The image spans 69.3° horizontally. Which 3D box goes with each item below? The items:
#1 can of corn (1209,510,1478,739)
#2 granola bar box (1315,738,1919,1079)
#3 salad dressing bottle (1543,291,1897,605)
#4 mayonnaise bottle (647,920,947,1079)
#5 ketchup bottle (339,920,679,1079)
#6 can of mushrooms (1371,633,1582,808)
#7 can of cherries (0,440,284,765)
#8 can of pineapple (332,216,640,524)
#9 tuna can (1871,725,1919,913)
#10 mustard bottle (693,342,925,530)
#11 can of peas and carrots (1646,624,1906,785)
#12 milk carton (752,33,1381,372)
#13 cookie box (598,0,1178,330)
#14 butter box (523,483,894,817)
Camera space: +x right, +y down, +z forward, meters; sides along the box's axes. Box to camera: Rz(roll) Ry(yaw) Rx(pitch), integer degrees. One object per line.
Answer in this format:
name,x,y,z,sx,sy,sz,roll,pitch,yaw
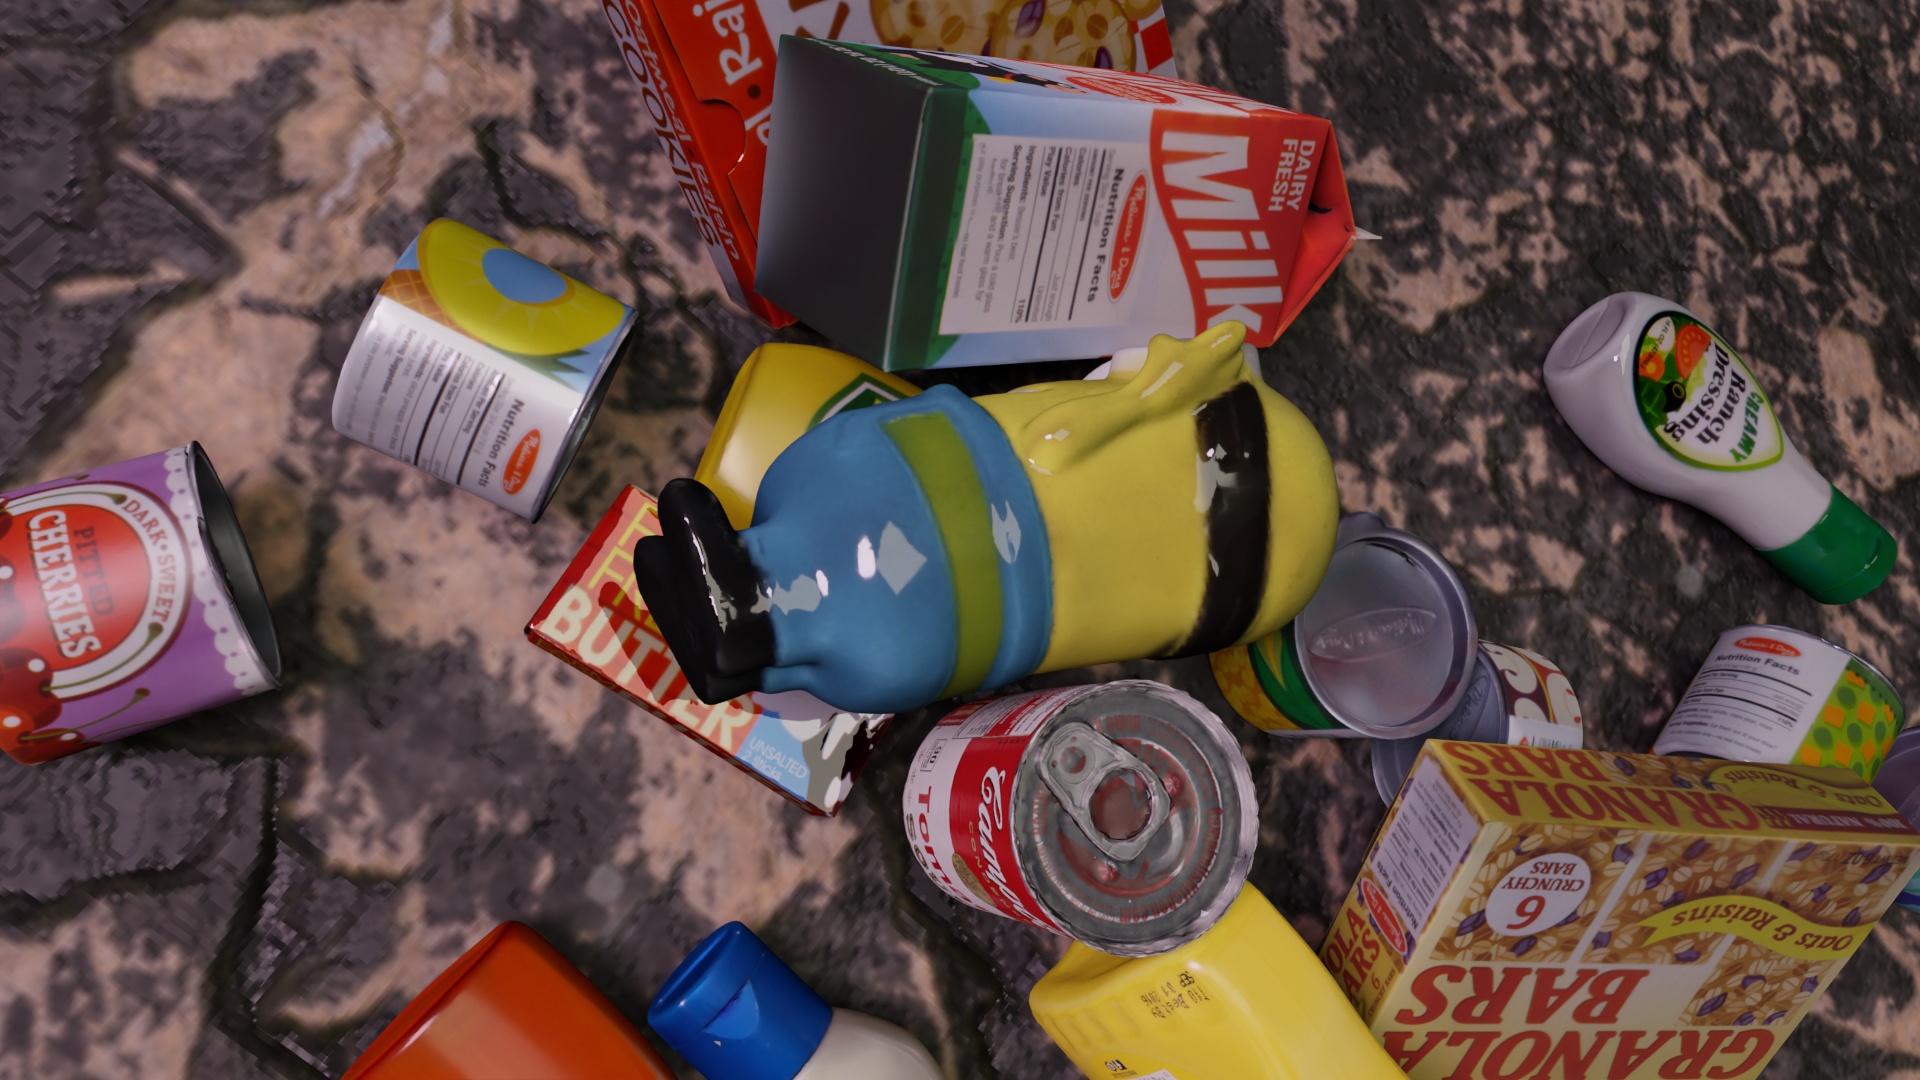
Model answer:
can of corn,0.122,0.029,0.454,0.071,0.058,0.071,3,80,-18
granola bar box,0.200,0.126,0.441,0.166,0.039,0.123,6,119,-18
salad dressing bottle,0.291,-0.033,0.530,0.147,0.044,0.064,37,73,-10
mayonnaise bottle,-0.023,0.171,0.391,0.148,0.041,0.065,46,73,-7
ketchup bottle,-0.090,0.173,0.367,0.065,0.043,0.148,-44,97,-16
can of mushrooms,0.169,0.064,0.462,0.033,0.071,0.071,12,78,-19
can of cherries,-0.207,0.014,0.339,0.058,0.071,0.071,-18,88,-20
can of pineapple,-0.128,-0.047,0.380,0.058,0.071,0.071,26,74,-13
tuna can,0.365,0.105,0.517,0.033,0.071,0.071,40,71,-10
mustard bottle,0.002,-0.005,0.424,0.160,0.048,0.065,22,75,-14
can of peas and carrots,0.294,0.075,0.502,0.071,0.071,0.059,44,72,-8
milk carton,0.041,-0.100,0.414,0.191,0.072,0.073,-9,121,-36
cookie box,-0.016,-0.159,0.418,0.168,0.040,0.122,-35,126,-21
butter box,-0.069,0.033,0.407,0.103,0.024,0.053,34,72,-11
